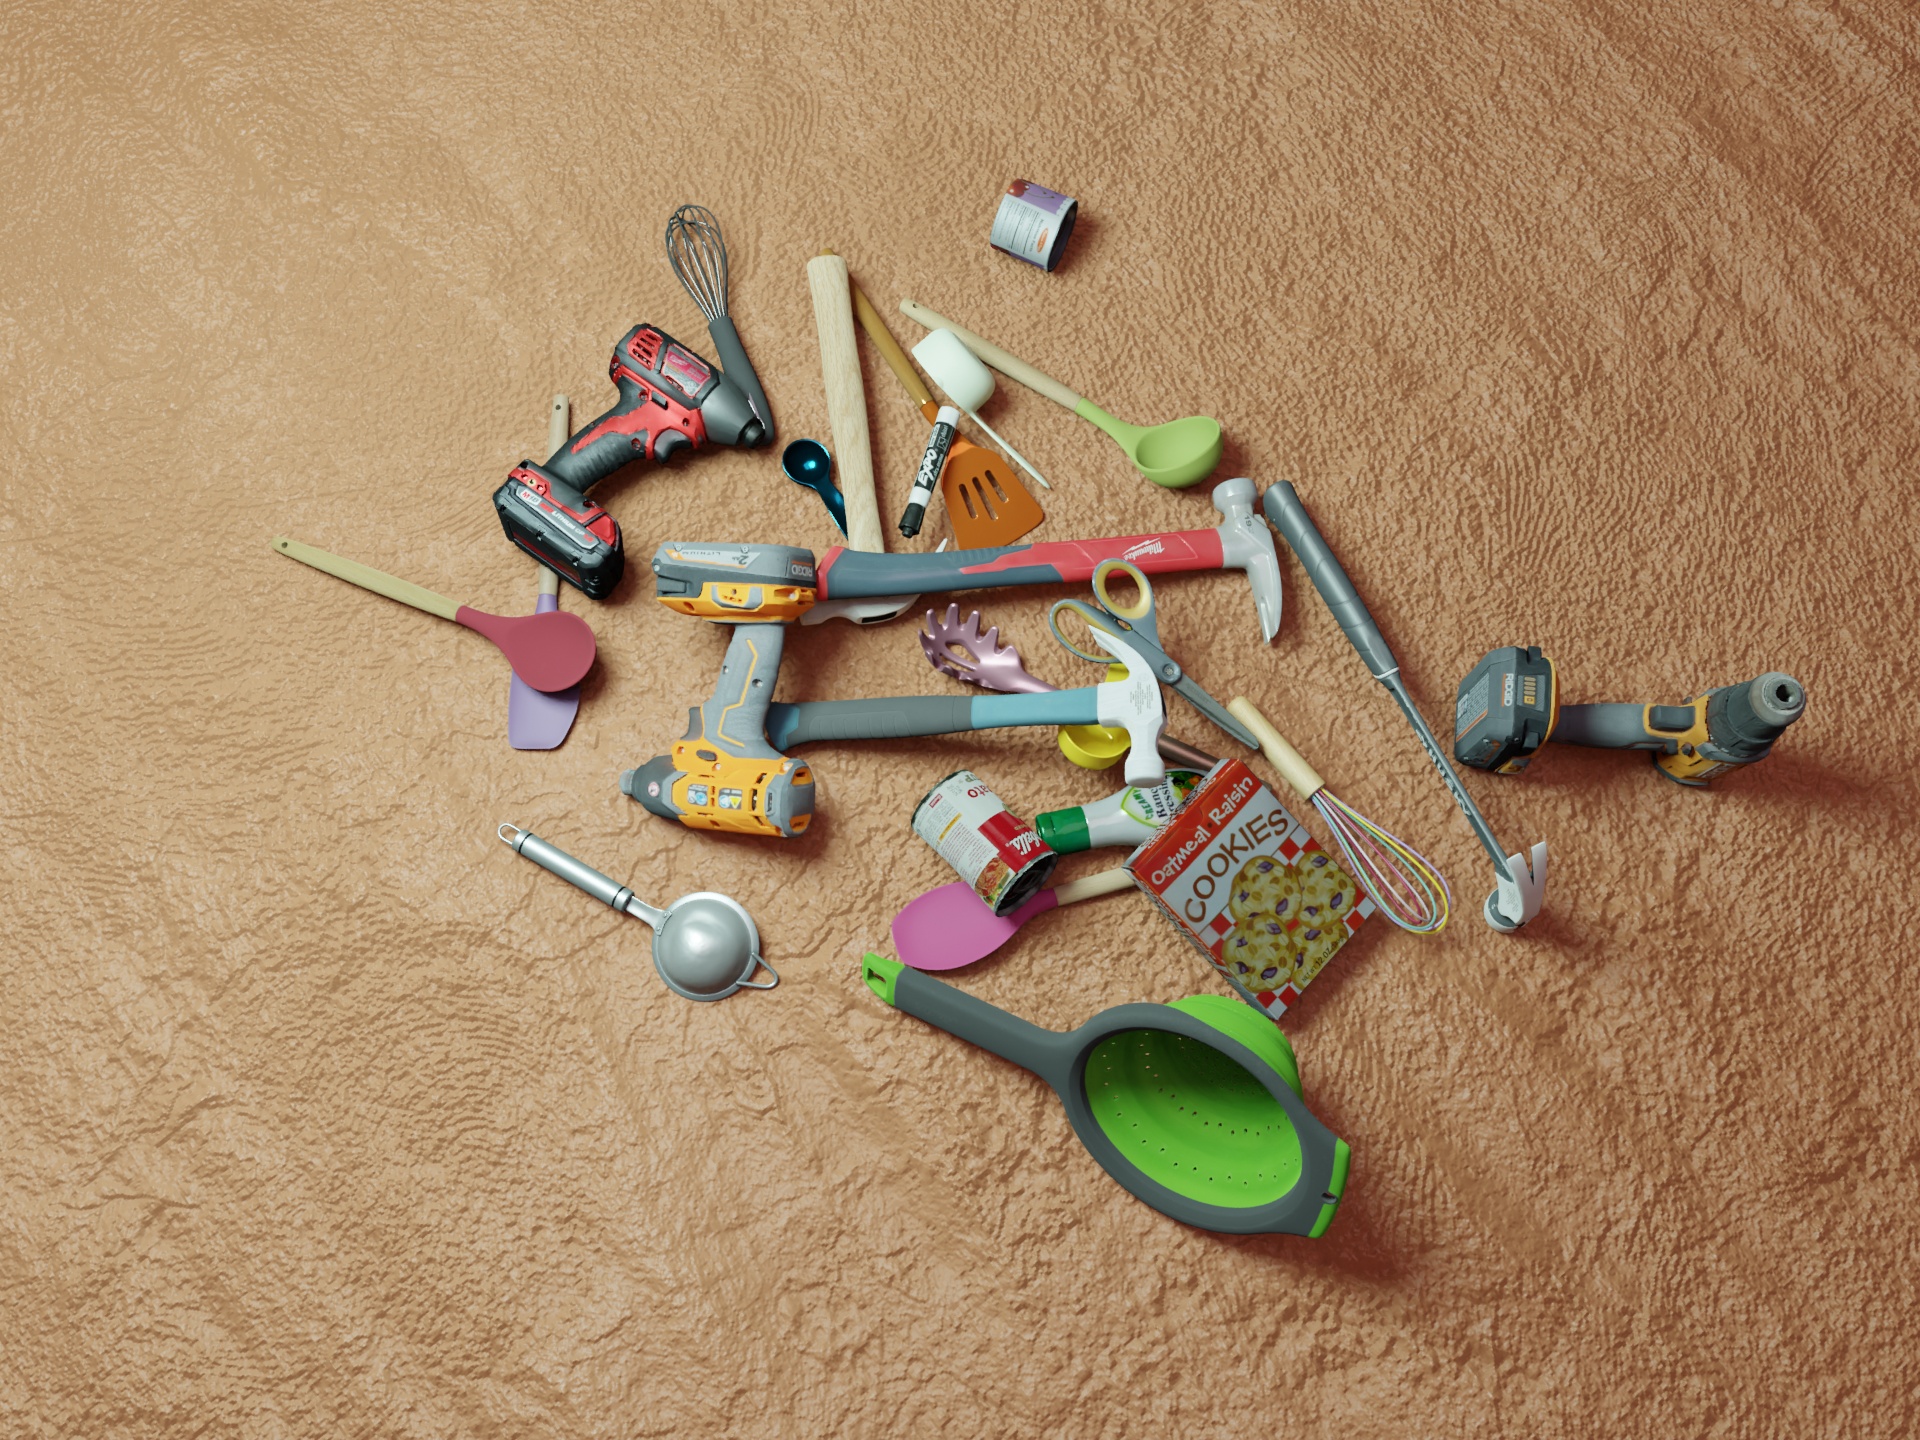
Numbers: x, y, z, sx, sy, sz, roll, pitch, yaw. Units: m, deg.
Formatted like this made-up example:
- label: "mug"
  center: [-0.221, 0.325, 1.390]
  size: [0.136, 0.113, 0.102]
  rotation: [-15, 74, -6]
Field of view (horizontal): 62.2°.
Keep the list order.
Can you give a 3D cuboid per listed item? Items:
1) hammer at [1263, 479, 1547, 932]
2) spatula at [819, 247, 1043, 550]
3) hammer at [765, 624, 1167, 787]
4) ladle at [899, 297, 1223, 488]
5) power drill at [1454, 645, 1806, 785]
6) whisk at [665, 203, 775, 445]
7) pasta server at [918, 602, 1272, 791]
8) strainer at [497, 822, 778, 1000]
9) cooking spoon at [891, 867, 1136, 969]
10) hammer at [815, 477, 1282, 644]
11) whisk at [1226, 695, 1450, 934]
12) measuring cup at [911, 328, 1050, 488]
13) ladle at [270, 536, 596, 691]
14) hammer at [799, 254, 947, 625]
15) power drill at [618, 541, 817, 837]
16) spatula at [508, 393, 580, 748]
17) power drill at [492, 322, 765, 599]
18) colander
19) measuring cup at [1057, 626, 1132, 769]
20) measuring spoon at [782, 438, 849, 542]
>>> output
- label: "hammer"
  center: [0.351, -0.025, 1.279]
  size: [0.036, 0.149, 0.409]
  rotation: [-26, 69, 0]
- label: "spatula"
  center: [-0.041, -0.289, 1.394]
  size: [0.081, 0.041, 0.323]
  rotation: [-29, 72, -8]
- label: "hammer"
  center: [-0.002, -0.004, 1.256]
  size: [0.331, 0.033, 0.128]
  rotation: [-3, 67, 17]
- label: "ladle"
  center: [0.083, -0.295, 1.380]
  size: [0.320, 0.062, 0.078]
  rotation: [32, 60, 11]
- label: "power drill"
  center: [0.519, -0.004, 1.237]
  size: [0.226, 0.185, 0.084]
  rotation: [6, 76, 4]
- label: "whisk"
  center: [-0.208, -0.349, 1.398]
  size: [0.055, 0.055, 0.239]
  rotation: [-20, 80, -6]
- label: "pasta server"
  center: [0.110, -0.009, 1.307]
  size: [0.316, 0.040, 0.060]
  rotation: [24, 62, 5]
- label: "strainer"
  center: [-0.261, 0.147, 1.259]
  size: [0.258, 0.050, 0.087]
  rotation: [28, 90, 10]
- label: "cooking spoon"
  center: [0.101, 0.135, 1.276]
  size: [0.319, 0.017, 0.069]
  rotation: [-15, 64, -5]
- label: "hammer"
  center: [0.074, -0.116, 1.311]
  size: [0.386, 0.038, 0.143]
  rotation: [-6, 72, -10]
- label: "whisk"
  center: [0.300, 0.077, 1.286]
  size: [0.051, 0.047, 0.245]
  rotation: [-34, 73, -22]
- label: "measuring cup"
  center: [0.029, -0.270, 1.365]
  size: [0.167, 0.083, 0.038]
  rotation: [45, 103, -4]
- label: "ladle"
  center: [-0.439, -0.097, 1.322]
  size: [0.315, 0.031, 0.069]
  rotation: [21, 79, 11]
- label: "hammer"
  center: [-0.091, -0.243, 1.358]
  size: [0.130, 0.031, 0.331]
  rotation: [-6, 77, -12]
- label: "power drill"
  center: [-0.195, -0.026, 1.260]
  size: [0.164, 0.084, 0.226]
  rotation: [3, 93, 20]
- label: "spatula"
  center: [-0.345, -0.129, 1.346]
  size: [0.060, 0.018, 0.316]
  rotation: [-1, 75, 3]
- label: "power drill"
  center: [-0.273, -0.217, 1.329]
  size: [0.143, 0.078, 0.220]
  rotation: [35, 72, 3]
- label: "colander"
  center: [0.113, 0.244, 1.206]
  size: [0.397, 0.204, 0.094]
  rotation: [21, 40, 21]
- label: "measuring cup"
  center: [0.122, -0.021, 1.295]
  size: [0.062, 0.029, 0.157]
  rotation: [25, 50, 2]
- label: "measuring spoon"
  center: [-0.109, -0.185, 1.369]
  size: [0.042, 0.021, 0.128]
  rotation: [-33, 86, -17]
